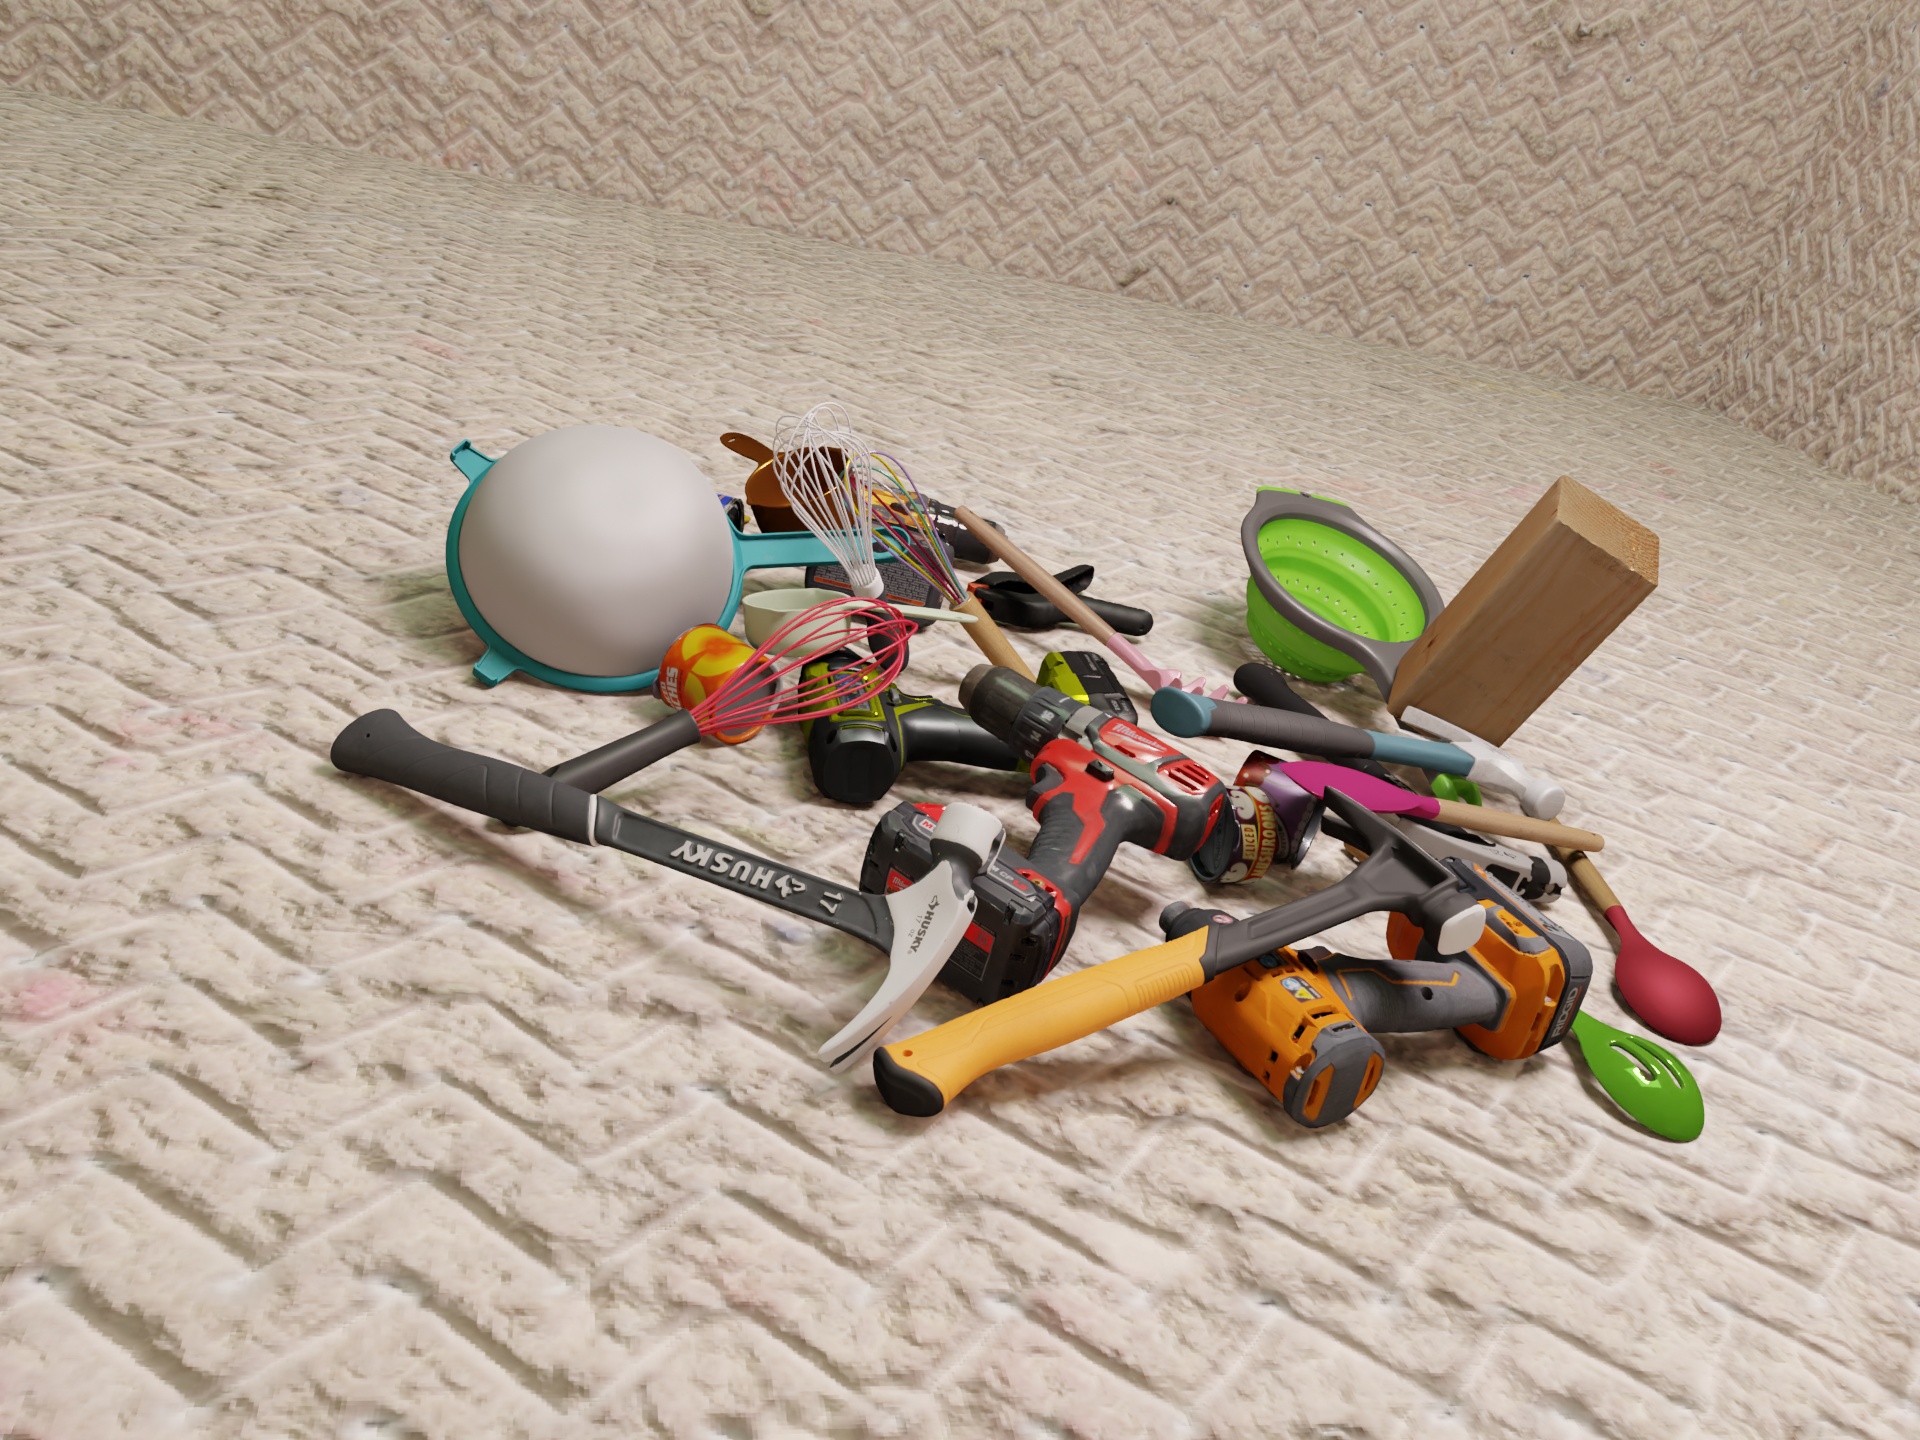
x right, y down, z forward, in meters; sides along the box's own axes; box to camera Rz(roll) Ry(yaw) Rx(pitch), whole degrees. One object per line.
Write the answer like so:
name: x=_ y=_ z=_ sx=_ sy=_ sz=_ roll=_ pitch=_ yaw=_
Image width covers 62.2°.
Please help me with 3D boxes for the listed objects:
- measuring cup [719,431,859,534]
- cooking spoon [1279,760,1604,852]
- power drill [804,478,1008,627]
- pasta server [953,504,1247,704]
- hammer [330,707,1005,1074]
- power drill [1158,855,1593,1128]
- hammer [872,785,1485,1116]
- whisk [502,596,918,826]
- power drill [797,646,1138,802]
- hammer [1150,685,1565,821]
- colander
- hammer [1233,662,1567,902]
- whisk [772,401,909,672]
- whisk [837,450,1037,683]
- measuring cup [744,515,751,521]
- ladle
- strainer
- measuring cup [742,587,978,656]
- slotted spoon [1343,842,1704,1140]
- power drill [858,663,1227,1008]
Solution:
measuring cup: x=-0.147 y=-0.192 z=1.303 sx=0.095 sy=0.052 sz=0.174 roll=-33 pitch=40 yaw=-20
cooking spoon: x=0.343 y=0.065 z=1.099 sx=0.318 sy=0.017 sz=0.069 roll=11 pitch=19 yaw=-32
power drill: x=-0.047 y=-0.154 z=1.415 sx=0.185 sy=0.084 sz=0.226 roll=13 pitch=21 yaw=-6
pasta server: x=0.111 y=-0.090 z=1.327 sx=0.316 sy=0.040 sz=0.060 roll=42 pitch=21 yaw=22
hammer: x=-0.186 y=0.065 z=0.870 sx=0.409 sy=0.036 sz=0.149 roll=15 pitch=64 yaw=23
power drill: x=0.233 y=0.144 z=0.928 sx=0.226 sy=0.084 sz=0.164 roll=-7 pitch=32 yaw=-29
hammer: x=0.107 y=0.126 z=0.843 sx=0.337 sy=0.034 sz=0.127 roll=-18 pitch=37 yaw=-21
whisk: x=-0.151 y=-0.005 z=0.991 sx=0.296 sy=0.073 sz=0.073 roll=-27 pitch=43 yaw=-25
power drill: x=-0.002 y=-0.004 z=1.123 sx=0.223 sy=0.080 sz=0.171 roll=3 pitch=28 yaw=-14
hammer: x=0.278 y=0.015 z=1.137 sx=0.330 sy=0.033 sz=0.128 roll=9 pitch=20 yaw=-30
colander: x=0.343 y=-0.043 z=1.385 sx=0.204 sy=0.094 sz=0.398 roll=7 pitch=43 yaw=-23
hammer: x=0.305 y=0.035 z=1.226 sx=0.146 sy=0.035 sz=0.335 roll=12 pitch=21 yaw=-29
whisk: x=-0.074 y=-0.120 z=1.141 sx=0.070 sy=0.284 sz=0.070 roll=-6 pitch=56 yaw=9
whisk: x=-0.015 y=-0.104 z=1.205 sx=0.244 sy=0.051 sz=0.047 roll=51 pitch=23 yaw=-28
measuring cup: x=-0.225 y=-0.169 z=1.424 sx=0.062 sy=0.029 sz=0.156 roll=20 pitch=14 yaw=13
ladle: x=0.461 y=0.127 z=1.143 sx=0.069 sy=0.031 sz=0.316 roll=12 pitch=23 yaw=-6
strainer: x=-0.190 y=-0.137 z=1.138 sx=0.340 sy=0.095 sz=0.211 roll=-5 pitch=67 yaw=-20
measuring cup: x=-0.070 y=-0.063 z=1.106 sx=0.167 sy=0.038 sz=0.083 roll=6 pitch=16 yaw=11
slotted spoon: x=0.350 y=0.156 z=1.025 sx=0.070 sy=0.031 sz=0.314 roll=-1 pitch=27 yaw=-30
power drill: x=0.034 y=0.053 z=0.952 sx=0.188 sy=0.080 sz=0.227 roll=32 pitch=41 yaw=21
